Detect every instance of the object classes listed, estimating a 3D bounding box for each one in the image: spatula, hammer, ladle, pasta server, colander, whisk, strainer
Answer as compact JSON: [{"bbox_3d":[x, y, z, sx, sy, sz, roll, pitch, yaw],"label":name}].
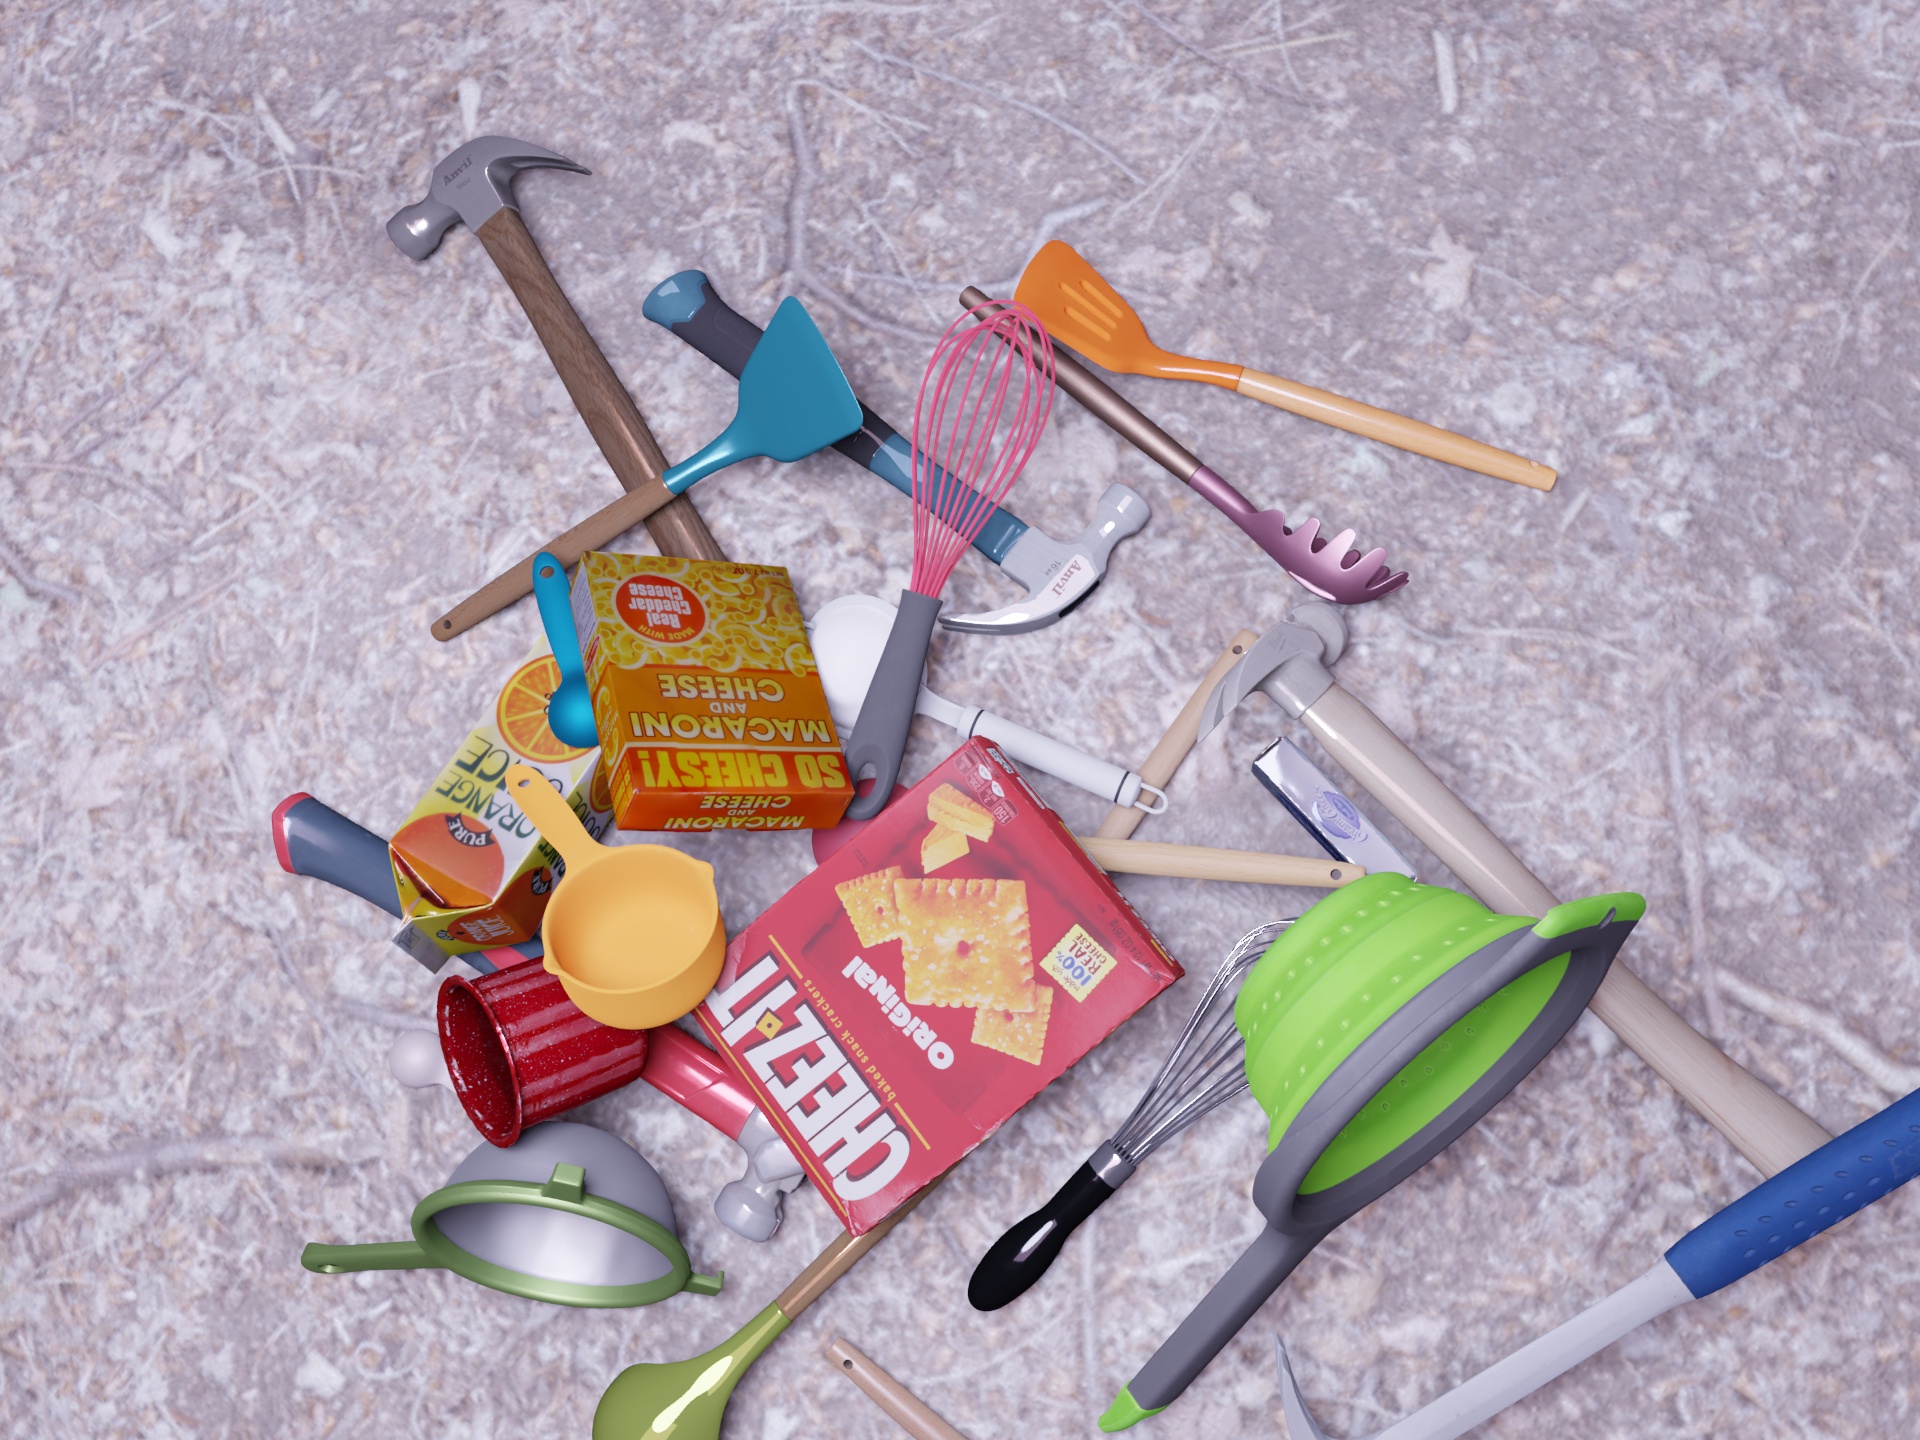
[{"bbox_3d":[0.054,0.435,0.847,0.316,0.018,0.060,36,87,11],"label":"spatula"},{"bbox_3d":[-0.055,-0.169,0.951,0.331,0.033,0.128,37,87,12],"label":"hammer"},{"bbox_3d":[0.296,0.107,0.819,0.411,0.146,0.038,45,129,8],"label":"hammer"},{"bbox_3d":[0.060,0.073,0.873,0.315,0.031,0.069,3,85,17],"label":"ladle"},{"bbox_3d":[-0.075,0.307,0.881,0.320,0.062,0.078,-43,73,-7],"label":"ladle"},{"bbox_3d":[0.186,-0.195,0.913,0.322,0.041,0.081,20,50,8],"label":"spatula"},{"bbox_3d":[0.121,-0.164,0.920,0.316,0.060,0.040,41,97,16],"label":"pasta server"},{"bbox_3d":[0.159,0.202,0.782,0.095,0.204,0.397,49,120,32],"label":"colander"},{"bbox_3d":[-0.195,-0.126,0.925,0.317,0.044,0.082,-29,89,17],"label":"spatula"},{"bbox_3d":[-0.235,0.136,0.926,0.386,0.038,0.143,30,85,12],"label":"hammer"},{"bbox_3d":[-0.014,-0.087,0.868,0.073,0.073,0.296,18,92,11],"label":"whisk"},{"bbox_3d":[-0.001,-0.003,0.904,0.258,0.050,0.087,23,107,13],"label":"strainer"},{"bbox_3d":[-0.263,0.272,0.892,0.256,0.151,0.069,-12,46,24],"label":"strainer"},{"bbox_3d":[0.105,0.217,0.856,0.070,0.070,0.284,44,94,12],"label":"whisk"},{"bbox_3d":[0.340,0.274,0.779,0.405,0.035,0.144,-36,93,9],"label":"hammer"},{"bbox_3d":[-0.228,-0.215,0.974,0.130,0.031,0.331,-35,81,19],"label":"hammer"}]

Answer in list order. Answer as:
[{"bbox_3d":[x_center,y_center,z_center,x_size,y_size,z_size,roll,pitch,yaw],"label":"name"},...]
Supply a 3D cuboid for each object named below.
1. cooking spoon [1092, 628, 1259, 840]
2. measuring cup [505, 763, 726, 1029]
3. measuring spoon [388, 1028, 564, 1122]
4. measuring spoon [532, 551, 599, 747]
[{"bbox_3d":[0.075,0.081,0.899,0.069,0.017,0.319,34,87,27],"label":"cooking spoon"},{"bbox_3d":[-0.188,0.089,0.830,0.095,0.052,0.174,-32,54,-22],"label":"measuring cup"},{"bbox_3d":[-0.282,0.218,0.929,0.124,0.018,0.034,24,85,10],"label":"measuring spoon"},{"bbox_3d":[-0.221,-0.045,0.889,0.042,0.021,0.129,-18,67,-8],"label":"measuring spoon"}]
